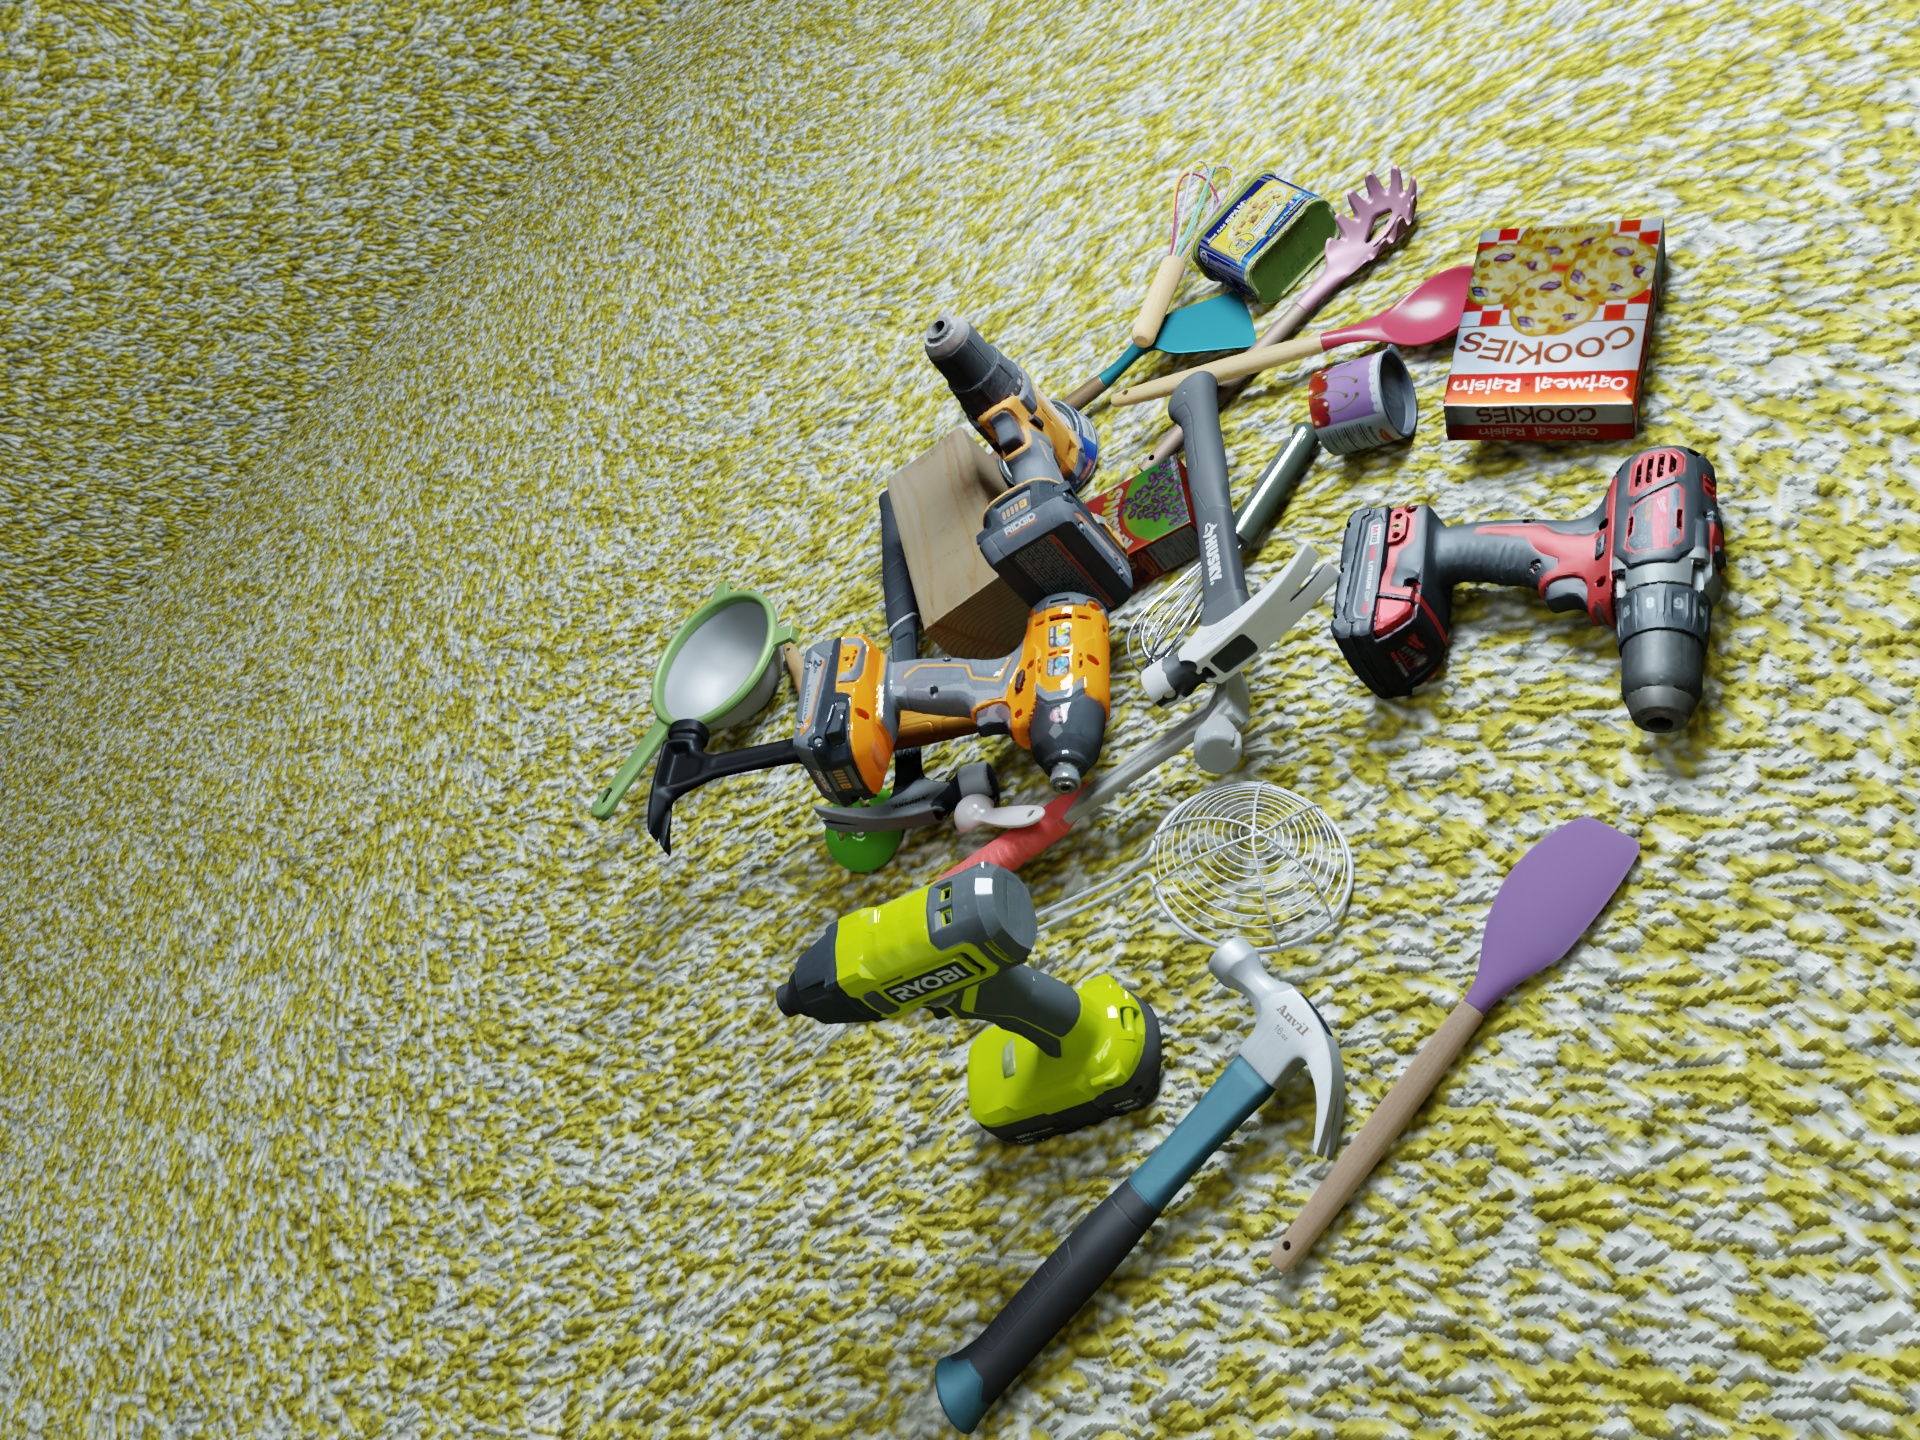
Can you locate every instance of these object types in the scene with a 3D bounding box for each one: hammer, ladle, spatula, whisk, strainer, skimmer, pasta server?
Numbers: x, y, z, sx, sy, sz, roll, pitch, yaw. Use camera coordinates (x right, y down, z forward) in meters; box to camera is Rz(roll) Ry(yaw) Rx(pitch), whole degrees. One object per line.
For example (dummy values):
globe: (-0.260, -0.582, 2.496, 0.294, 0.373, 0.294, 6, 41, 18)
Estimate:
hammer: (-0.053, -0.065, 1.373, 0.149, 0.036, 0.409, -17, 44, 13)
hammer: (0.100, 0.292, 0.948, 0.331, 0.033, 0.128, -49, 55, 6)
hammer: (0.057, 0.076, 1.155, 0.359, 0.036, 0.149, -36, 16, 23)
hammer: (-0.094, 0.021, 1.263, 0.337, 0.034, 0.127, -13, 45, 18)
ladle: (0.263, -0.293, 1.265, 0.315, 0.031, 0.069, -10, 52, 30)
spatula: (0.114, -0.280, 1.420, 0.317, 0.044, 0.082, -33, 42, 26)
whisk: (0.203, -0.130, 1.199, 0.246, 0.059, 0.057, -55, -5, -15)
whisk: (0.192, -0.419, 1.417, 0.245, 0.047, 0.051, -67, 7, -31)
hammer: (0.189, -0.159, 1.162, 0.146, 0.035, 0.335, -36, 32, 30)
spatula: (0.274, 0.183, 0.903, 0.316, 0.018, 0.060, -52, 40, -5)
strainer: (-0.245, -0.001, 1.487, 0.256, 0.069, 0.152, -53, 41, -4)
skimmer: (0.093, 0.143, 1.094, 0.363, 0.090, 0.127, -30, 42, 37)
pasta server: (0.258, -0.322, 1.308, 0.316, 0.040, 0.060, -46, 51, 5)

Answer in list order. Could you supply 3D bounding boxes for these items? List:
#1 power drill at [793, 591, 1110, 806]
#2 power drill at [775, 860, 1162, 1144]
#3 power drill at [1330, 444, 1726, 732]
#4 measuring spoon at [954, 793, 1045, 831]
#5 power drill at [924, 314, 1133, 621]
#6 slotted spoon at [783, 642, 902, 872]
power drill: (-0.002, -0.004, 1.158, 0.226, 0.084, 0.164, -9, 49, 14)
power drill: (0.009, 0.180, 0.986, 0.171, 0.223, 0.080, -26, 44, 26)
power drill: (0.353, -0.070, 0.991, 0.227, 0.080, 0.188, -7, 55, 35)
measuring spoon: (0.027, 0.065, 1.158, 0.034, 0.018, 0.124, -48, 17, -20)
power drill: (0.046, -0.199, 1.229, 0.084, 0.185, 0.226, -29, 46, 19)
slotted spoon: (-0.117, 0.019, 1.387, 0.070, 0.031, 0.314, -36, 39, 7)
